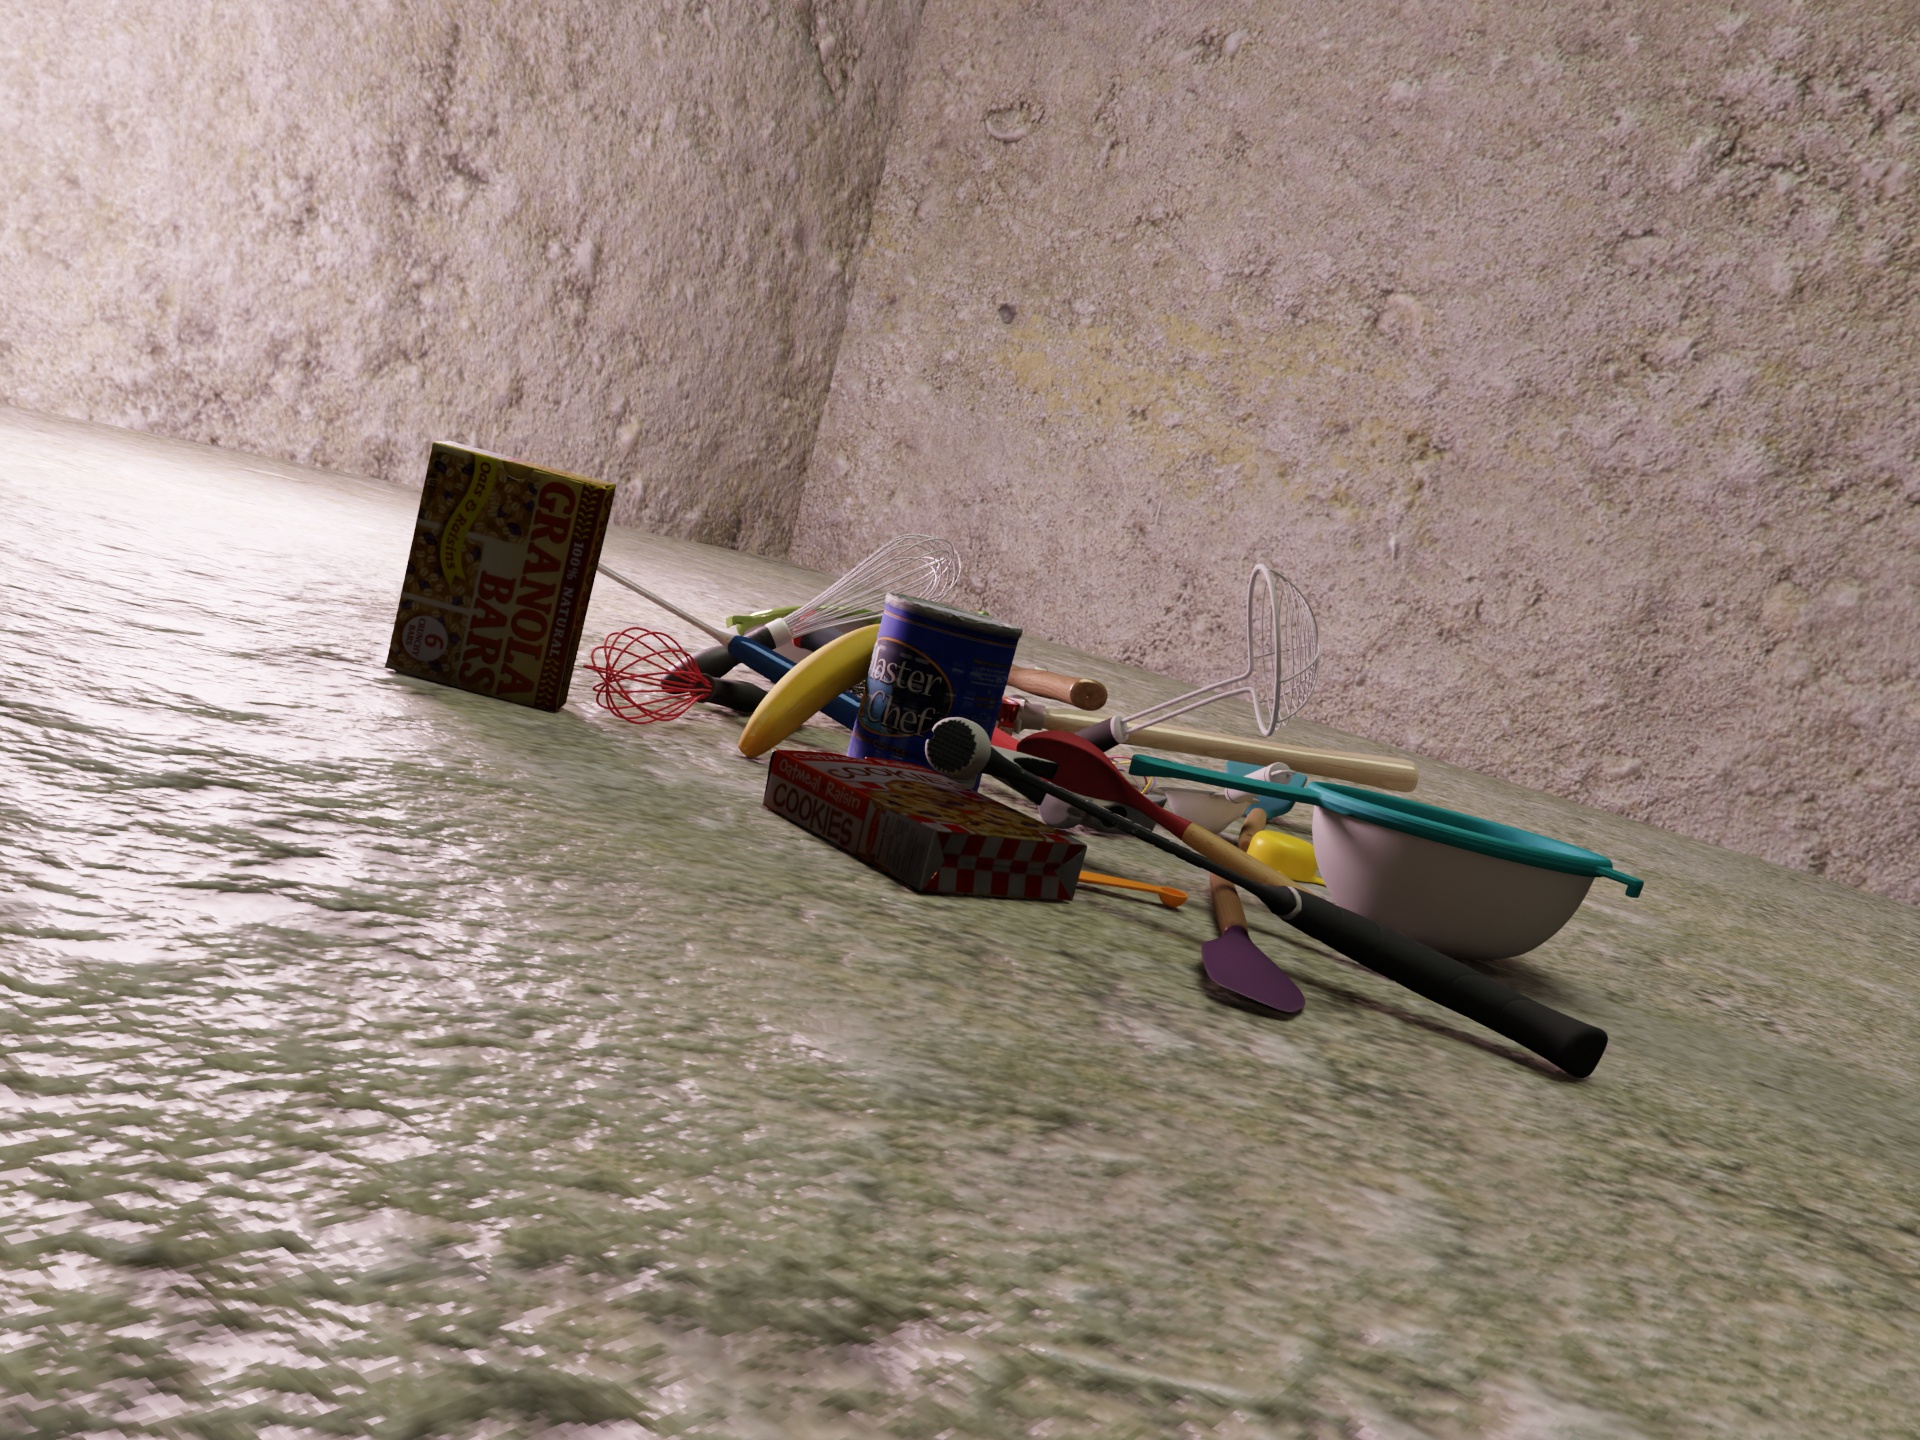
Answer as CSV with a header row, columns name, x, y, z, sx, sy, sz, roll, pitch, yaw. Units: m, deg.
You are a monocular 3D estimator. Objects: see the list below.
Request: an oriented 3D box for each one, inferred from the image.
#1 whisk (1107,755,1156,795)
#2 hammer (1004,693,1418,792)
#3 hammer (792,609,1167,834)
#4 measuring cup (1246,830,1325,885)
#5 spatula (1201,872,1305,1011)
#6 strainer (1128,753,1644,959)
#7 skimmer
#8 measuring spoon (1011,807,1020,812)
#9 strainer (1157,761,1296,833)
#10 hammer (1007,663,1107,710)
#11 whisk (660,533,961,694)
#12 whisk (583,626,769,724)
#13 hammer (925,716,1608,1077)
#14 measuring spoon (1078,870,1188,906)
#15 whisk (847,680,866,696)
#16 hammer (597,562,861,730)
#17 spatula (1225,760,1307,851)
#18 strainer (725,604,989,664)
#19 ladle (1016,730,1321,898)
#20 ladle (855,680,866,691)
name,x,y,z,sx,sy,sz,roll,pitch,yaw
whisk,0.119,0.043,1.436,0.051,0.047,0.245,11,4,-19
hammer,0.239,0.024,1.531,0.410,0.038,0.146,9,2,-2
hammer,-0.002,-0.004,1.348,0.387,0.038,0.143,32,15,38
measuring cup,0.305,0.119,1.262,0.156,0.029,0.062,15,7,11
spatula,0.168,0.126,0.967,0.060,0.018,0.316,22,8,2
strainer,0.274,0.100,1.107,0.340,0.095,0.211,12,4,-6
skimmer,0.148,-0.015,1.272,0.090,0.127,0.363,12,-23,-36
measuring spoon,0.029,0.075,1.076,0.034,0.018,0.124,16,8,4
strainer,0.220,0.061,1.289,0.087,0.050,0.258,9,-11,-7
hammer,0.066,-0.039,1.534,0.130,0.031,0.331,9,3,-16
whisk,-0.129,-0.090,1.373,0.284,0.070,0.070,-26,19,-13
whisk,-0.211,-0.027,1.248,0.073,0.073,0.295,17,1,15
hammer,0.175,0.101,0.935,0.409,0.036,0.149,26,1,23
measuring spoon,0.088,0.105,1.013,0.117,0.011,0.021,10,9,-8
whisk,-0.126,-0.019,1.402,0.055,0.055,0.239,16,11,9
hammer,-0.193,-0.067,1.282,0.405,0.035,0.144,30,-3,10
spatula,0.272,0.080,1.459,0.082,0.044,0.317,12,7,12
strainer,-0.097,-0.070,1.584,0.256,0.069,0.151,-3,-9,11
ladle,0.169,0.086,1.038,0.316,0.031,0.069,32,-21,25
ladle,-0.033,-0.024,1.601,0.078,0.062,0.320,20,5,-39
